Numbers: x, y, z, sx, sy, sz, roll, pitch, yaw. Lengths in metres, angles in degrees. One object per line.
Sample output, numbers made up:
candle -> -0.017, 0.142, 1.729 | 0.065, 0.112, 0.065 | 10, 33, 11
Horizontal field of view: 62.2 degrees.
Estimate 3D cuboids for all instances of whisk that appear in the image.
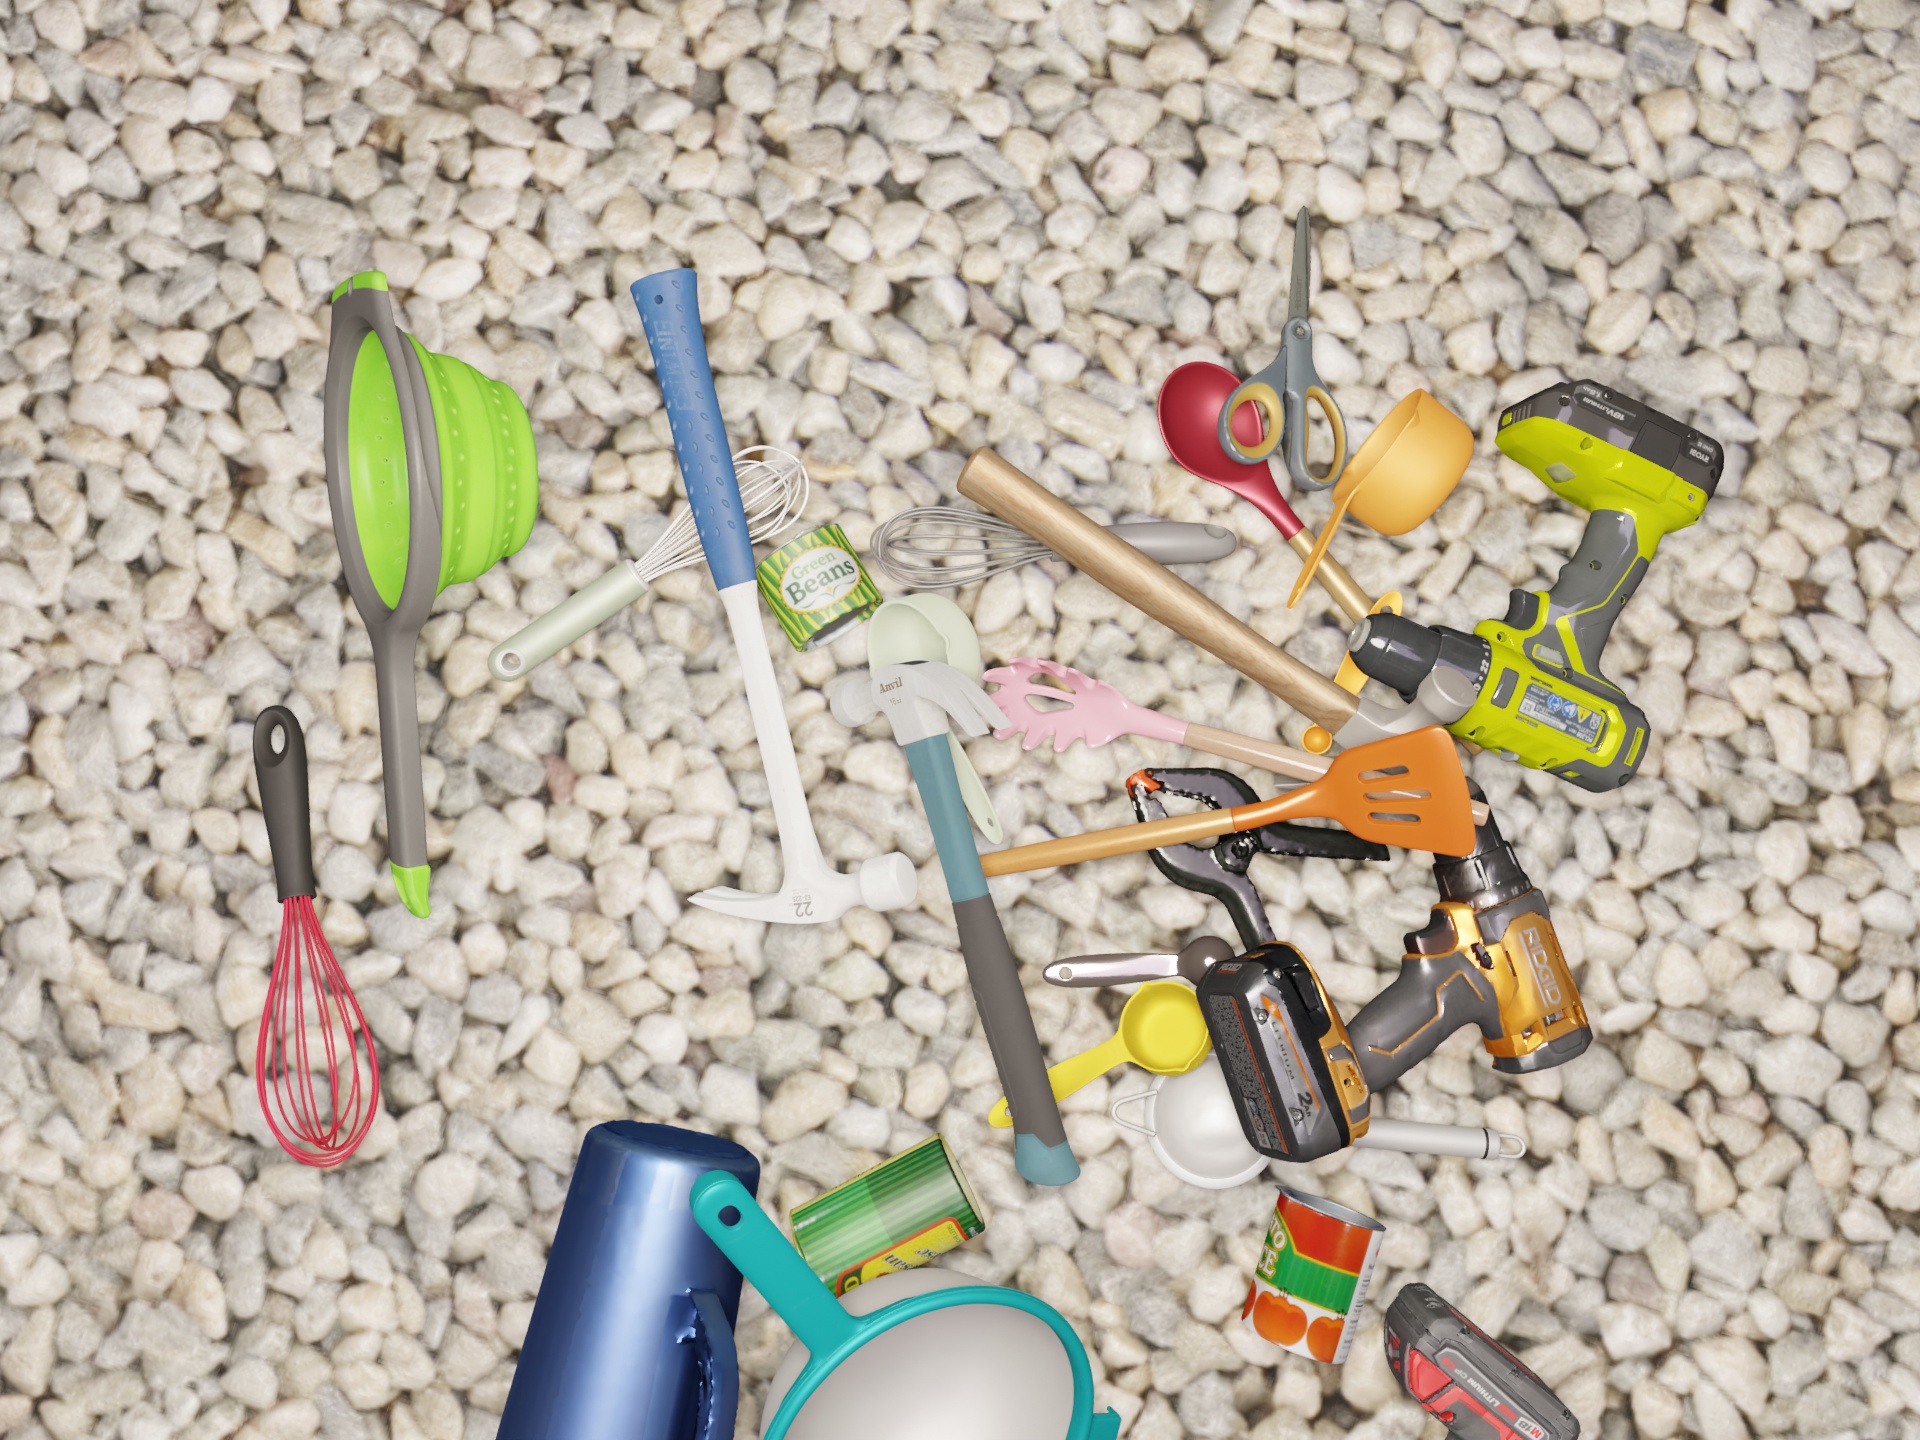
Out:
whisk -> 0.061, -0.112, 1.027 | 0.239, 0.055, 0.055 | -1, 84, -4
whisk -> -0.415, 0.131, 1.003 | 0.073, 0.073, 0.296 | -13, 77, -1
whisk -> -0.203, -0.099, 1.030 | 0.246, 0.059, 0.057 | -34, 107, 2

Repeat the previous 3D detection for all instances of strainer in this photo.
strainer -> -0.064, 0.353, 0.903 | 0.211, 0.095, 0.340 | -37, 117, -11
strainer -> 0.225, 0.252, 0.989 | 0.258, 0.050, 0.087 | 6, 69, -2

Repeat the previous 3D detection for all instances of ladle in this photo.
ladle -> 0.236, -0.103, 1.033 | 0.069, 0.031, 0.315 | -39, 86, -8

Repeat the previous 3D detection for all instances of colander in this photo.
colander -> -0.322, -0.075, 1.003 | 0.094, 0.205, 0.397 | -7, 101, -34

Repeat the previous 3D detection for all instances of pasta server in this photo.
pasta server -> 0.164, 0.018, 0.982 | 0.316, 0.040, 0.060 | 16, 111, 17

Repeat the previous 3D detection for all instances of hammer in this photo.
hammer -> -0.140, -0.071, 0.979 | 0.144, 0.035, 0.405 | -13, 92, 21
hammer -> 0.141, -0.064, 0.979 | 0.331, 0.130, 0.031 | 33, 45, 2
hammer -> 0.009, 0.122, 0.974 | 0.033, 0.128, 0.331 | -15, 88, -42

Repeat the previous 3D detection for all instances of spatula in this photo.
spatula -> 0.141, 0.067, 0.965 | 0.322, 0.041, 0.081 | -12, 103, 17

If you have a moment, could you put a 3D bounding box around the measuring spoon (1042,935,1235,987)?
measuring spoon -> 0.114, 0.157, 1.009 | 0.124, 0.018, 0.034 | -4, 84, 1

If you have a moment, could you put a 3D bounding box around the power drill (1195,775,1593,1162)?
power drill -> 0.259, 0.146, 0.958 | 0.226, 0.084, 0.185 | -18, 87, -18

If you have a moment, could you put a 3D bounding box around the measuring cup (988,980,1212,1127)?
measuring cup -> 0.089, 0.218, 1.001 | 0.156, 0.029, 0.062 | -31, 57, 10

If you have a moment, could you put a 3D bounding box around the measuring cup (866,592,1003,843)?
measuring cup -> -0.002, -0.003, 1.008 | 0.038, 0.083, 0.167 | -26, 91, -41

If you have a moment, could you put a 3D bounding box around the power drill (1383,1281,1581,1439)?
power drill -> 0.248, 0.457, 0.948 | 0.143, 0.078, 0.219 | 38, 88, 5

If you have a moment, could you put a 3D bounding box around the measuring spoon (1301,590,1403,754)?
measuring spoon -> 0.252, -0.031, 1.021 | 0.021, 0.011, 0.117 | 27, 97, 2

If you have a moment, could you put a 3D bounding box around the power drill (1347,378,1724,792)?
power drill -> 0.361, -0.090, 0.994 | 0.190, 0.080, 0.228 | 24, 85, -7

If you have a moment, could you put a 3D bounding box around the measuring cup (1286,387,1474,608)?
measuring cup -> 0.262, -0.126, 0.994 | 0.052, 0.095, 0.174 | 34, 72, -5
